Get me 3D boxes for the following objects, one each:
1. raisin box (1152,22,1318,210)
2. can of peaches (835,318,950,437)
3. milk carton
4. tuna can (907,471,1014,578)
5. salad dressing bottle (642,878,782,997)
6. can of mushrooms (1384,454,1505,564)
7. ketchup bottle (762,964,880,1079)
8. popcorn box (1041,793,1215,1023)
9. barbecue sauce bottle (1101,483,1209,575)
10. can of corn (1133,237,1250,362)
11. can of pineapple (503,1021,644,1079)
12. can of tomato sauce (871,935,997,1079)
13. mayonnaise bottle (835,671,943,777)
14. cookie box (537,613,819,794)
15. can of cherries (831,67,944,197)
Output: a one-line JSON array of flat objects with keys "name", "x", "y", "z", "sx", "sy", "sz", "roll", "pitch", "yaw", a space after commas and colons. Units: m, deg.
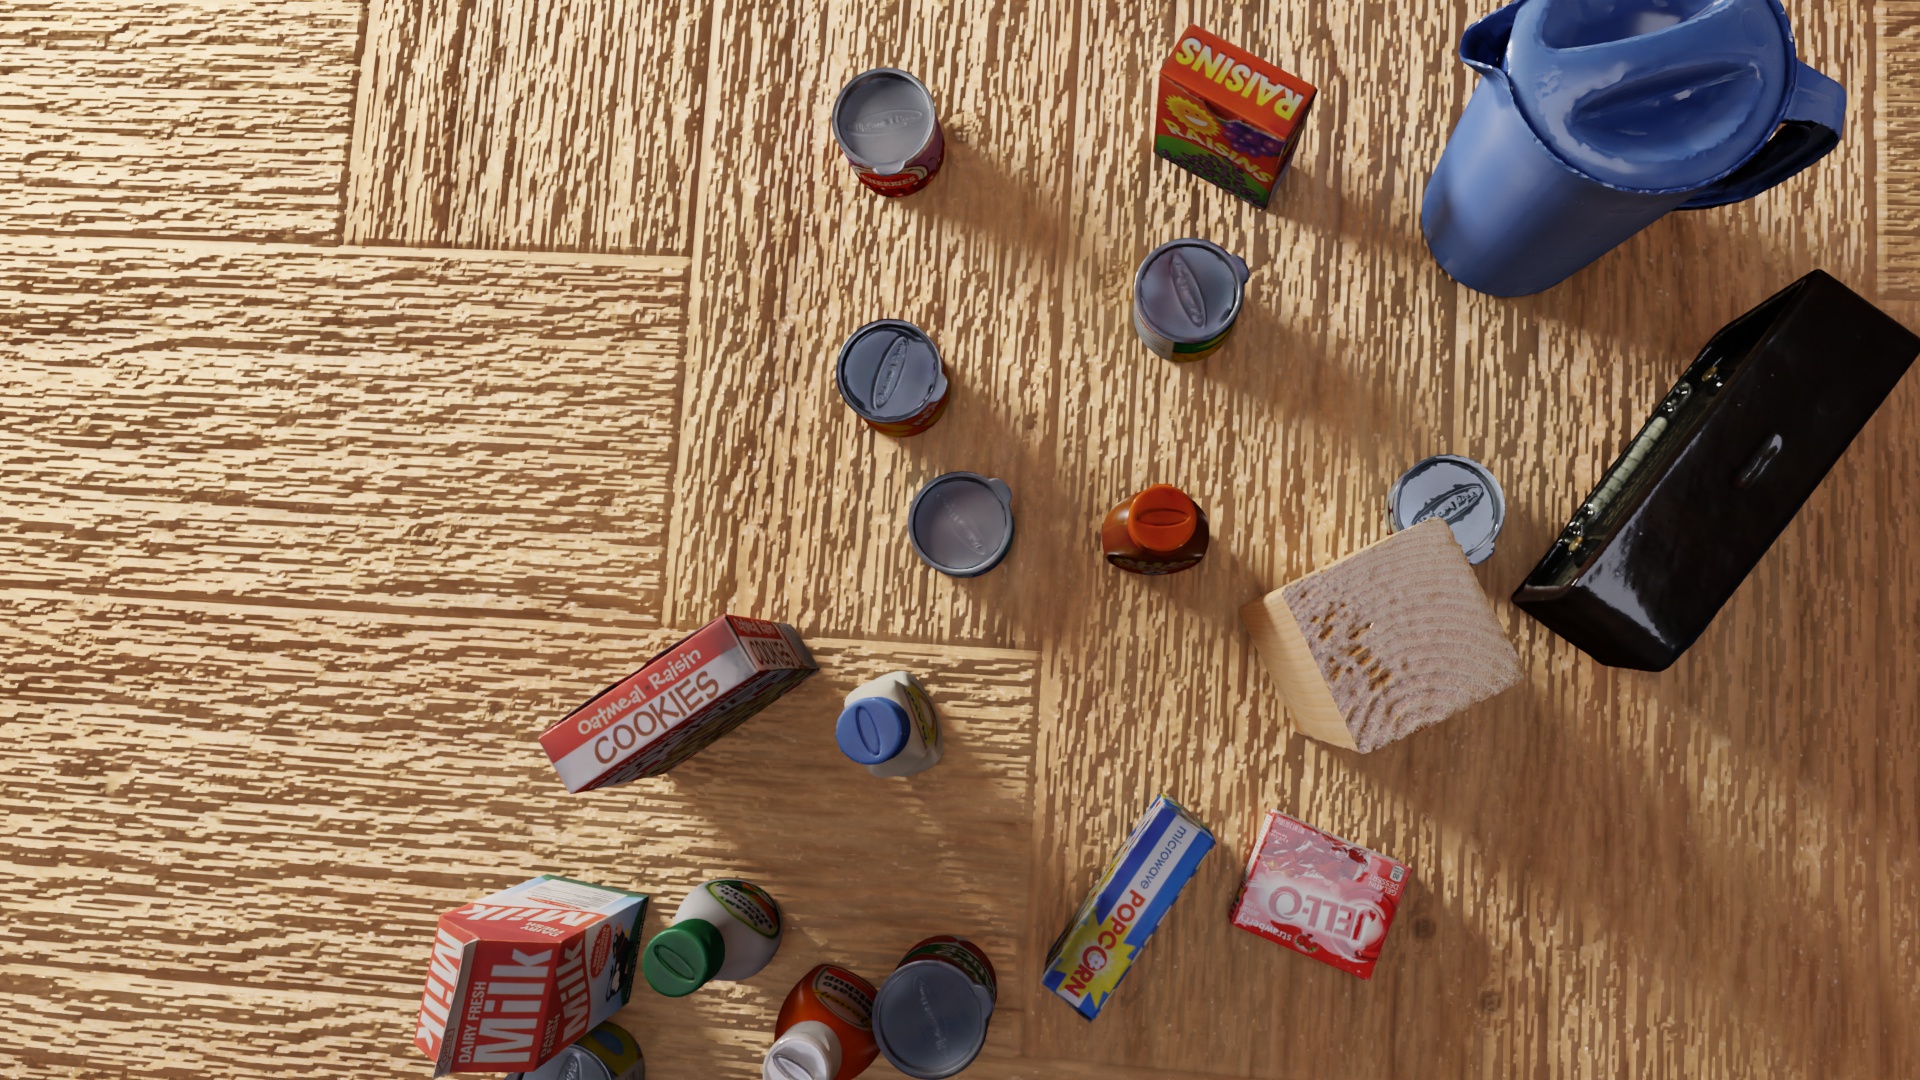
[{"name": "raisin box", "x": 0.163, "y": -0.255, "z": 0.847, "sx": 0.086, "sy": 0.123, "sz": 0.040, "roll": 31, "pitch": 88, "yaw": 8}, {"name": "can of peaches", "x": -0.039, "y": -0.101, "z": 0.883, "sx": 0.071, "sy": 0.058, "sz": 0.071, "roll": -1, "pitch": 84, "yaw": 6}, {"name": "milk carton", "x": -0.250, "y": 0.248, "z": 0.800, "sx": 0.073, "sy": 0.190, "sz": 0.072, "roll": 10, "pitch": 86, "yaw": 7}, {"name": "tuna can", "x": 0.003, "y": -0.011, "z": 0.882, "sx": 0.071, "sy": 0.033, "sz": 0.071, "roll": -1, "pitch": 84, "yaw": 6}, {"name": "salad dressing bottle", "x": -0.145, "y": 0.233, "z": 0.813, "sx": 0.064, "sy": 0.147, "sz": 0.044, "roll": 37, "pitch": 89, "yaw": 8}, {"name": "can of mushrooms", "x": 0.298, "y": -0.016, "z": 0.854, "sx": 0.071, "sy": 0.033, "sz": 0.071, "roll": -1, "pitch": 84, "yaw": 6}, {"name": "ketchup bottle", "x": -0.079, "y": 0.286, "z": 0.800, "sx": 0.065, "sy": 0.148, "sz": 0.043, "roll": 33, "pitch": 89, "yaw": 8}, {"name": "popcorn box", "x": 0.100, "y": 0.213, "z": 0.822, "sx": 0.038, "sy": 0.085, "sz": 0.126, "roll": 35, "pitch": 88, "yaw": 8}, {"name": "barbecue sauce bottle", "x": 0.115, "y": -0.006, "z": 0.812, "sx": 0.065, "sy": 0.148, "sz": 0.043, "roll": 1, "pitch": 85, "yaw": 6}, {"name": "can of corn", "x": 0.144, "y": -0.150, "z": 0.871, "sx": 0.071, "sy": 0.058, "sz": 0.071, "roll": -1, "pitch": 84, "yaw": 6}, {"name": "can of pineapple", "x": -0.236, "y": 0.335, "z": 0.856, "sx": 0.071, "sy": 0.058, "sz": 0.071, "roll": -1, "pitch": 84, "yaw": 6}, {"name": "can of tomato sauce", "x": -0.012, "y": 0.274, "z": 0.828, "sx": 0.071, "sy": 0.083, "sz": 0.071, "roll": -1, "pitch": 84, "yaw": 6}, {"name": "mayonnaise bottle", "x": -0.041, "y": 0.109, "z": 0.816, "sx": 0.041, "sy": 0.148, "sz": 0.065, "roll": -21, "pitch": 83, "yaw": 3}, {"name": "cookie box", "x": -0.159, "y": 0.094, "z": 0.819, "sx": 0.123, "sy": 0.167, "sz": 0.040, "roll": -34, "pitch": 82, "yaw": 2}, {"name": "can of cherries", "x": -0.046, "y": -0.261, "z": 0.901, "sx": 0.071, "sy": 0.058, "sz": 0.071, "roll": -1, "pitch": 84, "yaw": 6}]
